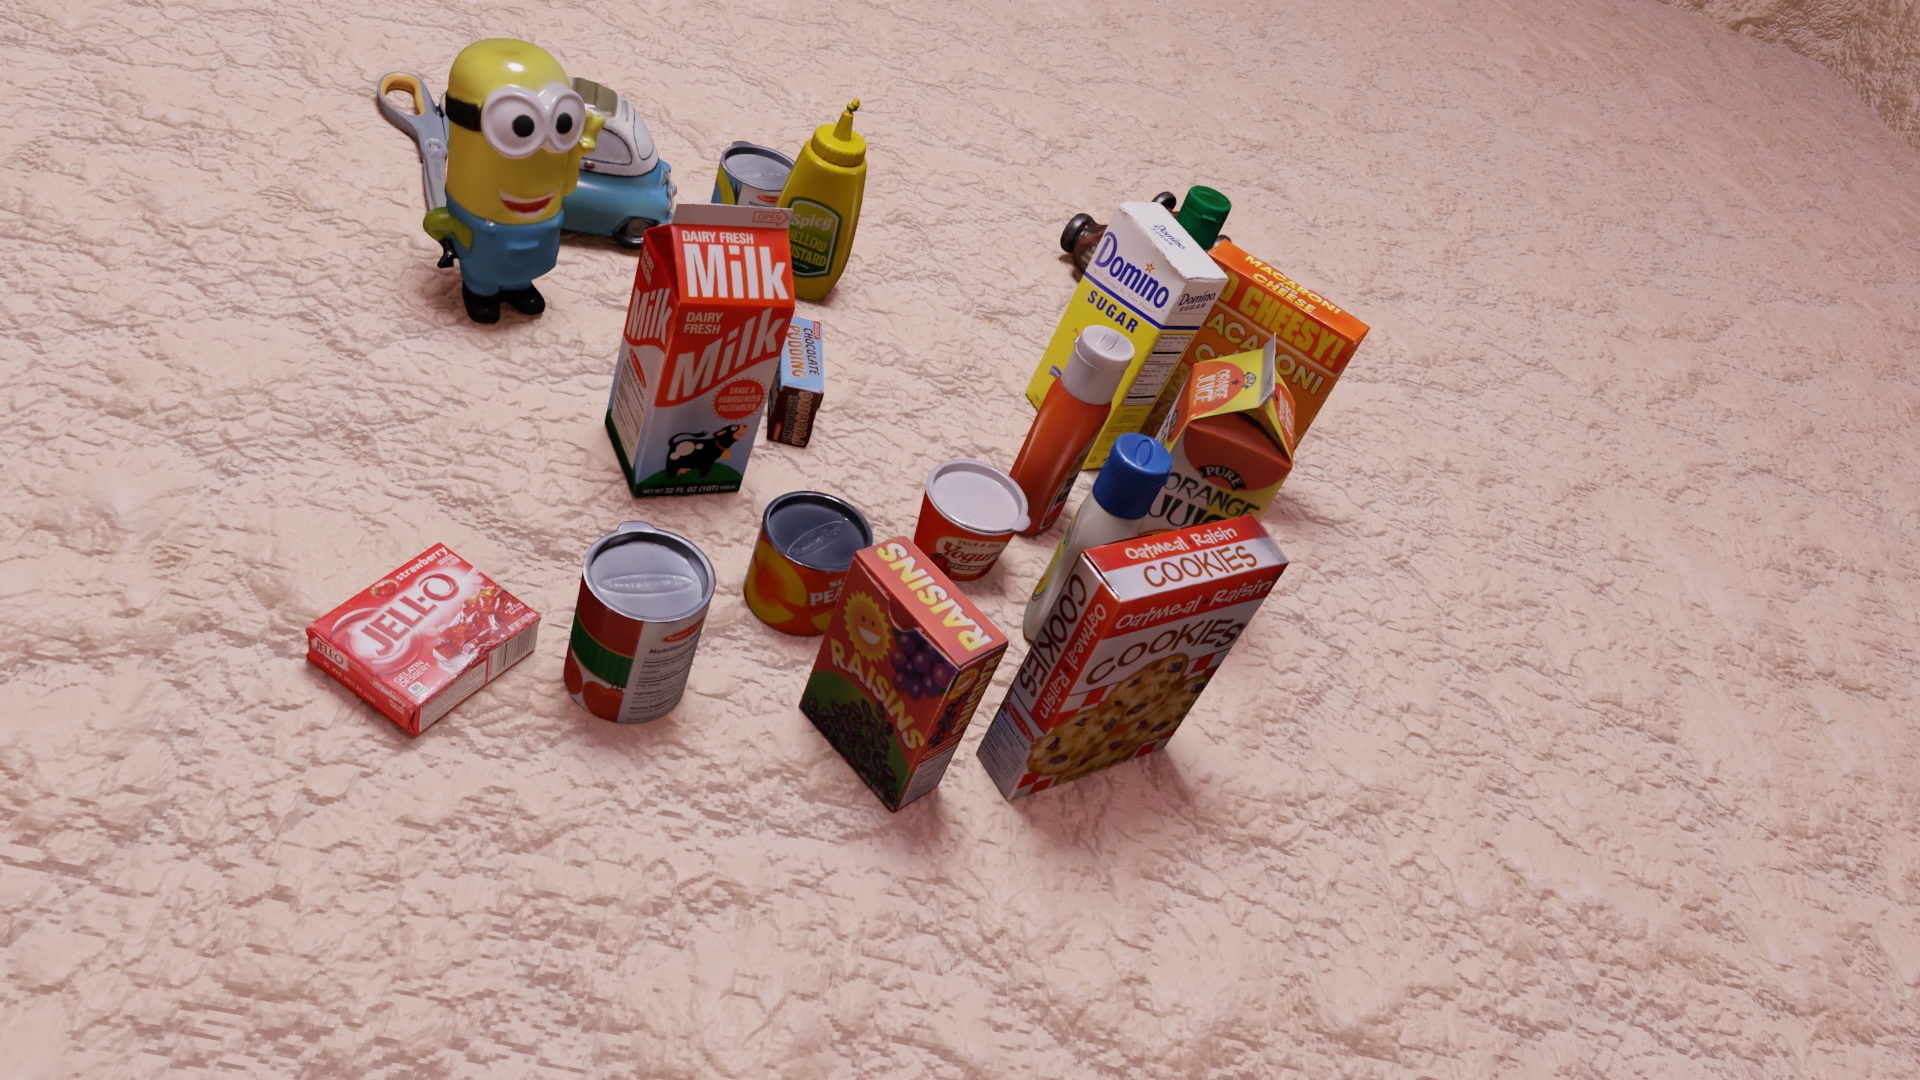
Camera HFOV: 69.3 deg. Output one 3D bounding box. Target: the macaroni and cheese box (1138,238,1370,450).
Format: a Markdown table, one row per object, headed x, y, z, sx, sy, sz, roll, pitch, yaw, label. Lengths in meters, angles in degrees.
| x | y | z | sx | sy | sz | roll | pitch | yaw | label |
| --- | --- | --- | --- | --- | --- | --- | --- | --- | --- |
| 0.204 | -0.118 | 1.021 | 0.124 | 0.165 | 0.040 | 35 | 41 | 13 | macaroni and cheese box |

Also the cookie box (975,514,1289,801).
| x | y | z | sx | sy | sz | roll | pitch | yaw | label |
| --- | --- | --- | --- | --- | --- | --- | --- | --- | --- |
| 0.091 | 0.064 | 0.764 | 0.123 | 0.166 | 0.040 | -11 | 51 | -35 | cookie box |

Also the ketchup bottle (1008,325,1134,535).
| x | y | z | sx | sy | sz | roll | pitch | yaw | label |
| --- | --- | --- | --- | --- | --- | --- | --- | --- | --- |
| 0.069 | -0.074 | 0.920 | 0.043 | 0.148 | 0.065 | 30 | 40 | 8 | ketchup bottle |

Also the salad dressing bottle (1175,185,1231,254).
| x | y | z | sx | sy | sz | roll | pitch | yaw | label |
| --- | --- | --- | --- | --- | --- | --- | --- | --- | --- |
| 0.174 | -0.216 | 1.130 | 0.064 | 0.146 | 0.044 | 15 | 40 | -11 | salad dressing bottle |

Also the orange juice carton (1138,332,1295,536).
| x | y | z | sx | sy | sz | roll | pitch | yaw | label |
| --- | --- | --- | --- | --- | --- | --- | --- | --- | --- |
| 0.159 | -0.041 | 0.893 | 0.073 | 0.191 | 0.072 | 22 | 40 | -2 | orange juice carton |

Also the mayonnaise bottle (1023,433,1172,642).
| x | y | z | sx | sy | sz | roll | pitch | yaw | label |
| --- | --- | --- | --- | --- | --- | --- | --- | --- | --- |
| 0.083 | 0.000 | 0.845 | 0.041 | 0.147 | 0.065 | 25 | 39 | 1 | mayonnaise bottle |

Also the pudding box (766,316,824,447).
| x | y | z | sx | sy | sz | roll | pitch | yaw | label |
| --- | --- | --- | --- | --- | --- | --- | --- | --- | --- |
| -0.113 | -0.110 | 0.949 | 0.030 | 0.049 | 0.084 | 10 | 41 | -16 | pudding box |

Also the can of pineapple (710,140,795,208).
| x | y | z | sx | sy | sz | roll | pitch | yaw | label |
| --- | --- | --- | --- | --- | --- | --- | --- | --- | --- |
| -0.163 | -0.272 | 1.098 | 0.071 | 0.057 | 0.071 | 14 | 41 | -12 | can of pineapple |

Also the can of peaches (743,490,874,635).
| x | y | z | sx | sy | sz | roll | pitch | yaw | label |
| --- | --- | --- | --- | --- | --- | --- | --- | --- | --- |
| -0.088 | 0.015 | 0.816 | 0.071 | 0.057 | 0.071 | 14 | 41 | -12 | can of peaches |

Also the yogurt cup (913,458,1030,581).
| x | y | z | sx | sy | sz | roll | pitch | yaw | label |
| --- | --- | --- | --- | --- | --- | --- | --- | --- | --- |
| 0.003 | -0.011 | 0.893 | 0.072 | 0.053 | 0.073 | 14 | 41 | -12 | yogurt cup |

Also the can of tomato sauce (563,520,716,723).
| x | y | z | sx | sy | sz | roll | pitch | yaw | label |
| --- | --- | --- | --- | --- | --- | --- | --- | --- | --- |
| -0.170 | 0.044 | 0.725 | 0.071 | 0.082 | 0.071 | 14 | 41 | -12 | can of tomato sauce |

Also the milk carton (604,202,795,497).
| x | y | z | sx | sy | sz | roll | pitch | yaw | label |
| --- | --- | --- | --- | --- | --- | --- | --- | --- | --- |
| -0.155 | -0.119 | 0.829 | 0.072 | 0.189 | 0.074 | -5 | 47 | -30 | milk carton |

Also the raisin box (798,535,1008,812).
| x | y | z | sx | sy | sz | roll | pitch | yaw | label |
| --- | --- | --- | --- | --- | --- | --- | --- | --- | --- |
| -0.033 | 0.071 | 0.730 | 0.040 | 0.122 | 0.086 | -21 | 57 | -41 | raisin box |

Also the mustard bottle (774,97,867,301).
| x | y | z | sx | sy | sz | roll | pitch | yaw | label |
| --- | --- | --- | --- | --- | --- | --- | --- | --- | --- |
| -0.103 | -0.255 | 1.029 | 0.065 | 0.159 | 0.049 | 19 | 40 | -6 | mustard bottle |
